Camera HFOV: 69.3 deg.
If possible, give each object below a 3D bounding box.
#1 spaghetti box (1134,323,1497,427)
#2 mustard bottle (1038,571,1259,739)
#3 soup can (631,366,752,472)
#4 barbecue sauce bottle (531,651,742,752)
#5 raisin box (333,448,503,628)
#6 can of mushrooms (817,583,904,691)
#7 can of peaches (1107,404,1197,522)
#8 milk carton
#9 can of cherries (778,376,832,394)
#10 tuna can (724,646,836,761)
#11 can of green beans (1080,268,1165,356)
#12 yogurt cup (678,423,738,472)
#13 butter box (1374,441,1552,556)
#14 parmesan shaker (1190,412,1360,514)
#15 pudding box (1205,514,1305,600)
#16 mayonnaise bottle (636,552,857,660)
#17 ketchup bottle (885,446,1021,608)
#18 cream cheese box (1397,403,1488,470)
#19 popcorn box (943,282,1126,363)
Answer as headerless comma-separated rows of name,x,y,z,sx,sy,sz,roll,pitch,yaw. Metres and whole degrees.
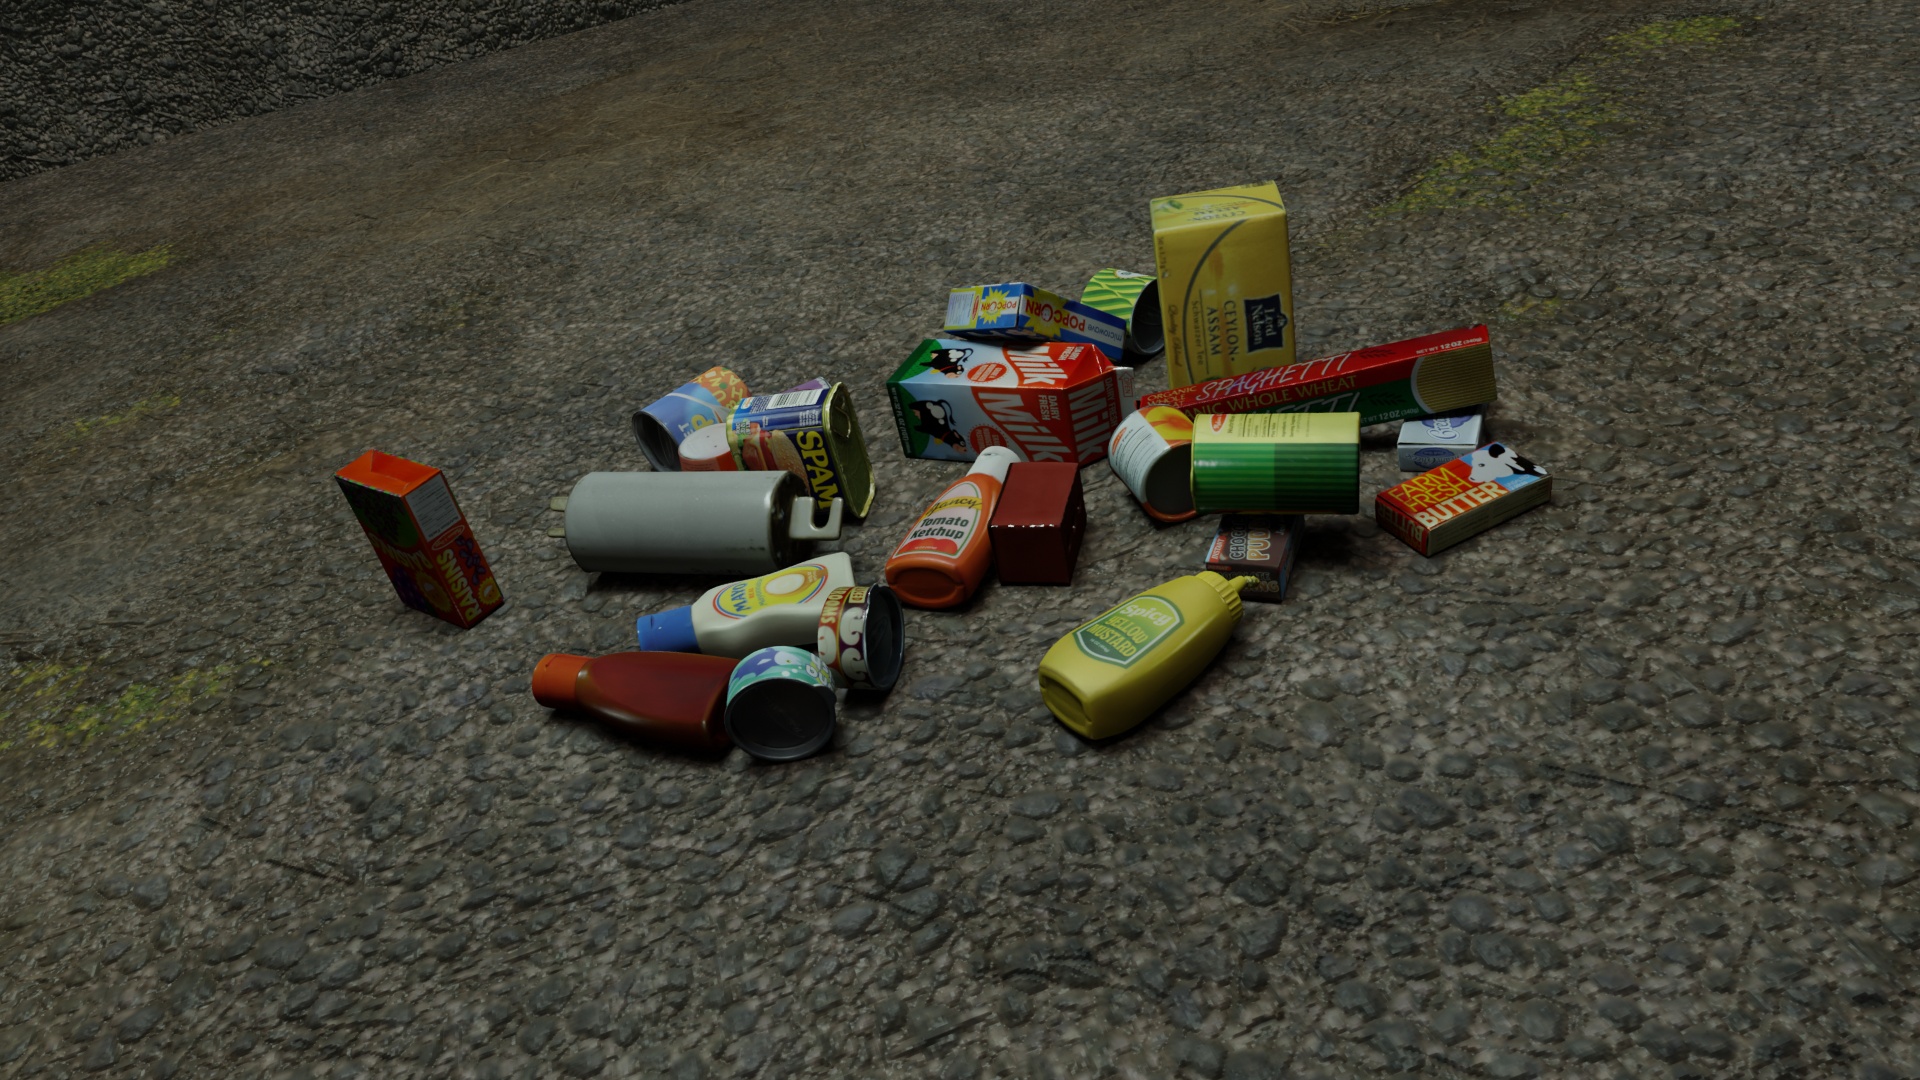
spaghetti box,0.251,-0.101,0.996,0.250,0.050,0.029,-11,33,18
mustard bottle,0.122,0.057,0.839,0.161,0.048,0.065,-31,40,-25
soup can,-0.217,-0.096,1.156,0.071,0.071,0.084,21,46,40
barbecue sauce bottle,-0.206,0.098,0.892,0.148,0.043,0.065,5,37,25
raisin box,-0.398,-0.001,1.025,0.086,0.122,0.040,13,42,33
can of mushrooms,-0.062,0.059,0.876,0.033,0.070,0.071,-1,36,20
can of peaches,0.147,-0.054,0.978,0.071,0.071,0.058,-18,34,-8
milk carton,0.047,-0.107,1.080,0.190,0.072,0.074,6,38,25
can of cherries,-0.126,-0.092,1.115,0.058,0.071,0.072,-24,36,-16
tuna can,-0.106,0.097,0.838,0.071,0.070,0.033,-11,34,2
can of green beans,0.143,-0.195,1.180,0.058,0.071,0.071,22,47,40
yogurt cup,-0.189,-0.057,1.099,0.072,0.053,0.073,-9,34,6
butter box,0.332,-0.028,0.917,0.104,0.024,0.053,-23,36,-14
parmesan shaker,0.204,-0.048,0.894,0.103,0.071,0.072,1,36,17
pudding box,0.194,0.002,0.912,0.049,0.030,0.084,4,37,24
mayonnaise bottle,-0.141,0.052,0.939,0.148,0.041,0.065,-14,36,-3
ketchup bottle,0.004,-0.012,0.983,0.064,0.043,0.149,0,35,27
cream cheese box,0.348,-0.087,0.995,0.053,0.024,0.104,3,37,25
popcorn box,0.062,-0.174,1.127,0.127,0.038,0.085,10,-2,-42
